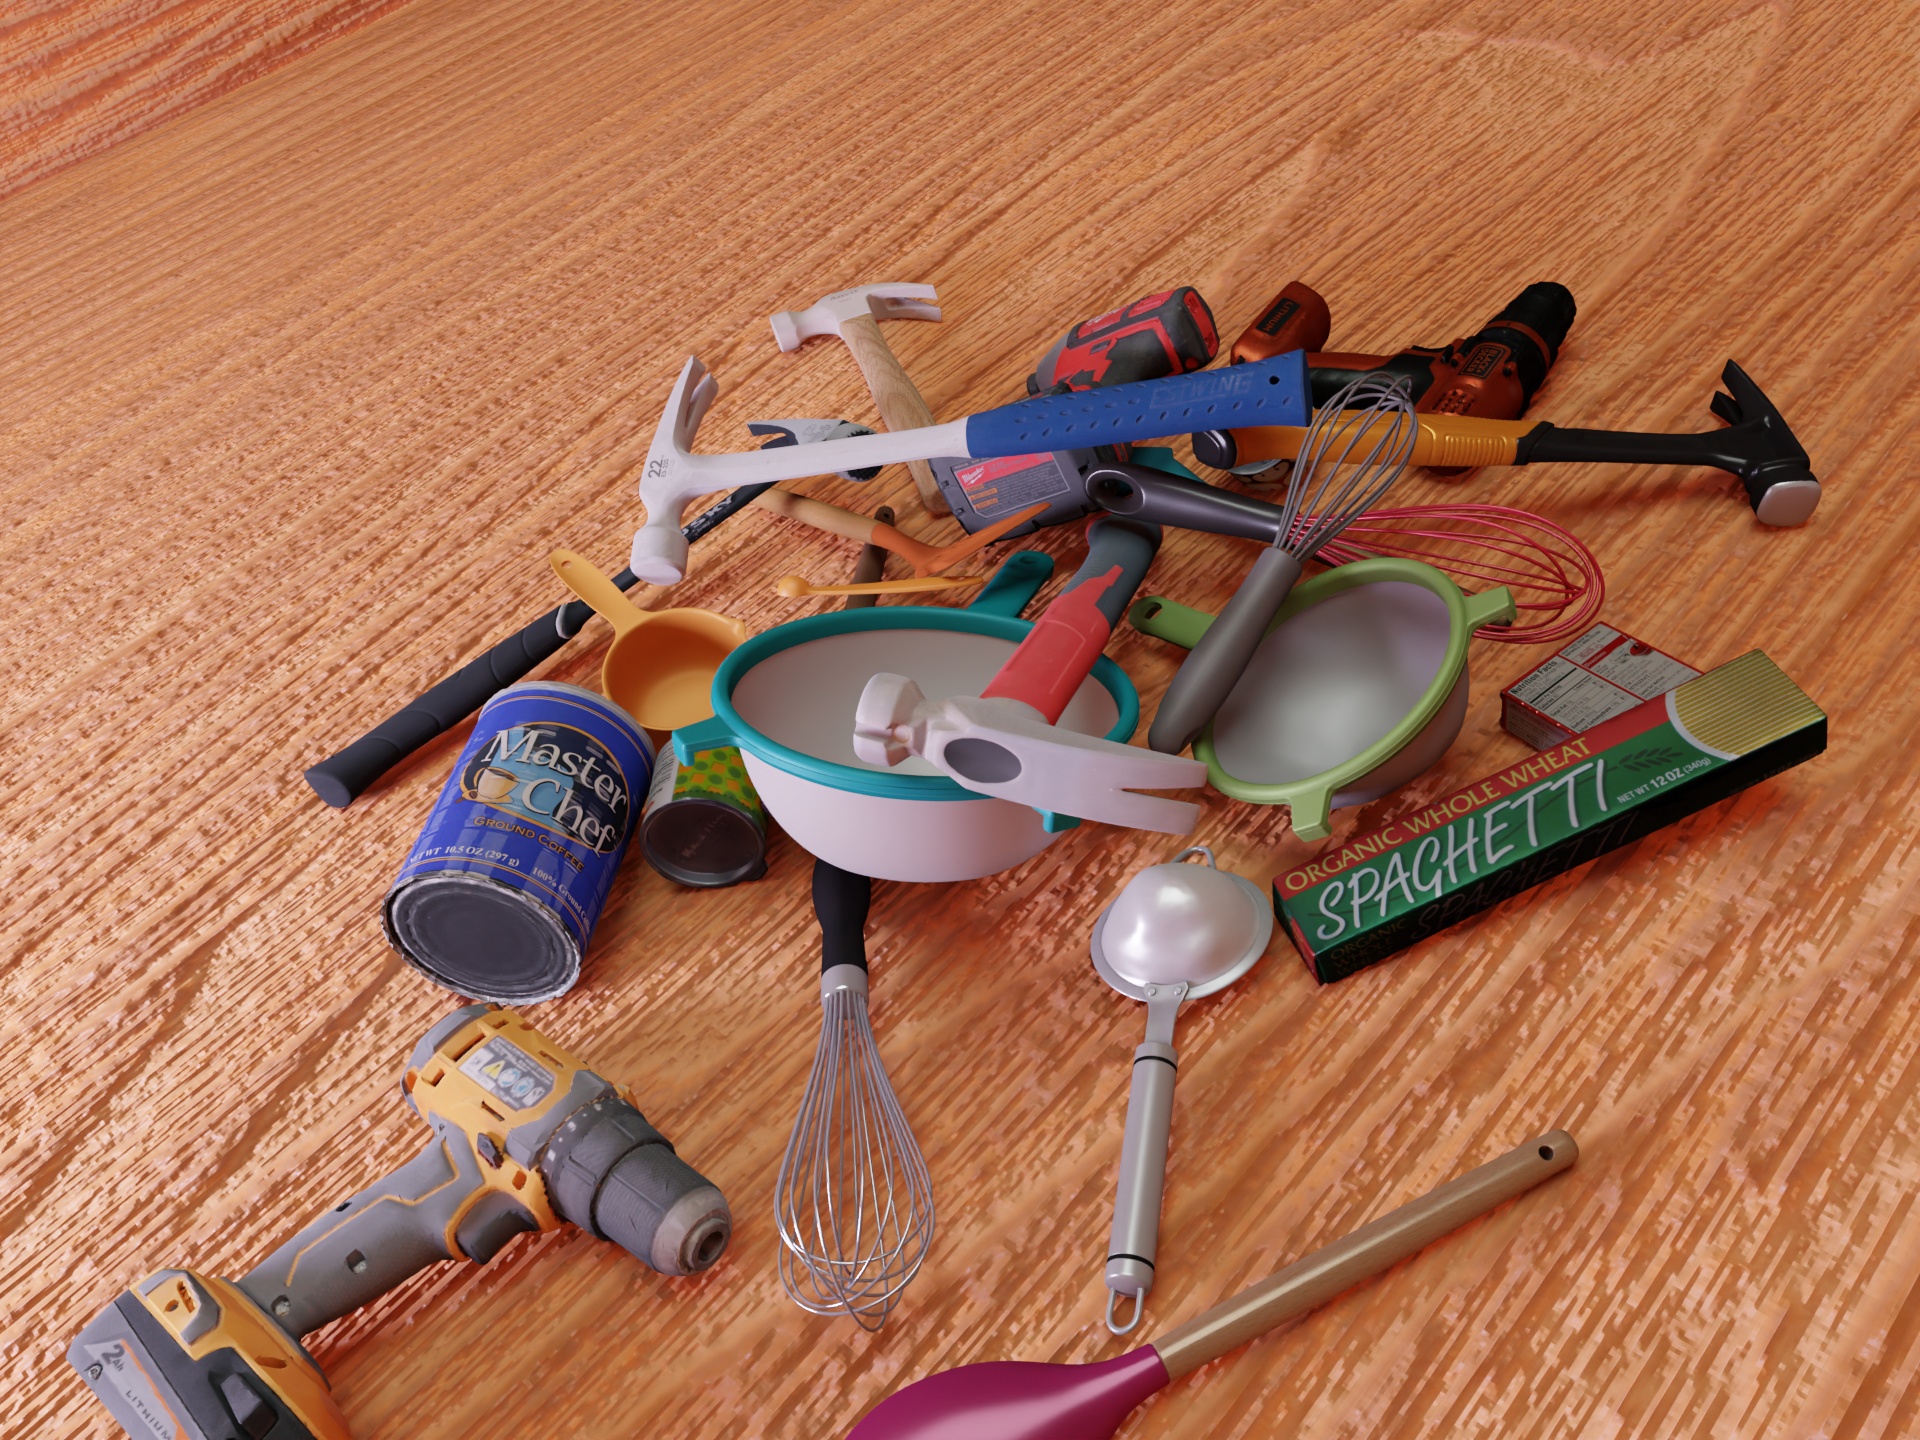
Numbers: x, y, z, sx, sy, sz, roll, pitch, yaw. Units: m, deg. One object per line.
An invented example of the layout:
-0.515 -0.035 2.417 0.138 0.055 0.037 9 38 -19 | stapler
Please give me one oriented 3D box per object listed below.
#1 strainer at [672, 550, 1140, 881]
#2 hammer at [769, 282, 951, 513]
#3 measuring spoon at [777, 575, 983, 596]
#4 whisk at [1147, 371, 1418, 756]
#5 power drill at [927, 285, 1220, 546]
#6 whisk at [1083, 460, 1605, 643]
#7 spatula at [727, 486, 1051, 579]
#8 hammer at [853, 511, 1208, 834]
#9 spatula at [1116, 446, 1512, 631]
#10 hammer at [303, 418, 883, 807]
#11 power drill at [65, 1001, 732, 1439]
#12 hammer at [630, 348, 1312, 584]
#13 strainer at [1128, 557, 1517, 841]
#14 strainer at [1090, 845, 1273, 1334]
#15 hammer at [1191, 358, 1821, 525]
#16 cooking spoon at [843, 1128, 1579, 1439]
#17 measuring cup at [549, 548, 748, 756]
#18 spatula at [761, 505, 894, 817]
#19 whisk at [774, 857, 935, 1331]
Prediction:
-0.001 -0.003 0.859 0.211 0.095 0.340 9 25 13 | strainer
-0.049 -0.248 1.183 0.130 0.031 0.332 -21 41 -4 | hammer
-0.045 -0.079 0.895 0.117 0.011 0.021 -3 17 1 | measuring spoon
0.164 -0.080 0.806 0.055 0.055 0.239 26 77 39 | whisk
0.073 -0.207 1.046 0.143 0.078 0.220 -12 27 38 | power drill
0.199 -0.102 0.870 0.296 0.073 0.073 18 51 27 | whisk
-0.067 -0.132 1.021 0.081 0.041 0.323 -33 34 -26 | spatula
0.075 -0.046 0.802 0.143 0.038 0.386 14 23 11 | hammer
0.186 -0.111 0.956 0.318 0.044 0.082 30 58 35 | spatula
-0.239 -0.077 1.023 0.409 0.036 0.149 -38 30 -14 | hammer
-0.222 0.233 0.664 0.185 0.084 0.226 22 49 35 | power drill
-0.004 -0.168 0.919 0.405 0.035 0.144 -5 67 20 | hammer
0.172 -0.017 0.833 0.151 0.069 0.257 -48 28 -6 | strainer
0.087 0.140 0.692 0.087 0.050 0.259 -6 44 22 | strainer
0.300 -0.164 0.906 0.337 0.034 0.127 2 43 0 | hammer
0.097 0.228 0.596 0.319 0.017 0.069 -23 61 -11 | cooking spoon
-0.189 -0.041 0.952 0.095 0.052 0.174 -38 60 -20 | measuring cup
-0.066 -0.040 0.954 0.059 0.018 0.316 27 37 -15 | spatula
-0.051 0.147 0.722 0.070 0.070 0.285 -13 35 4 | whisk
